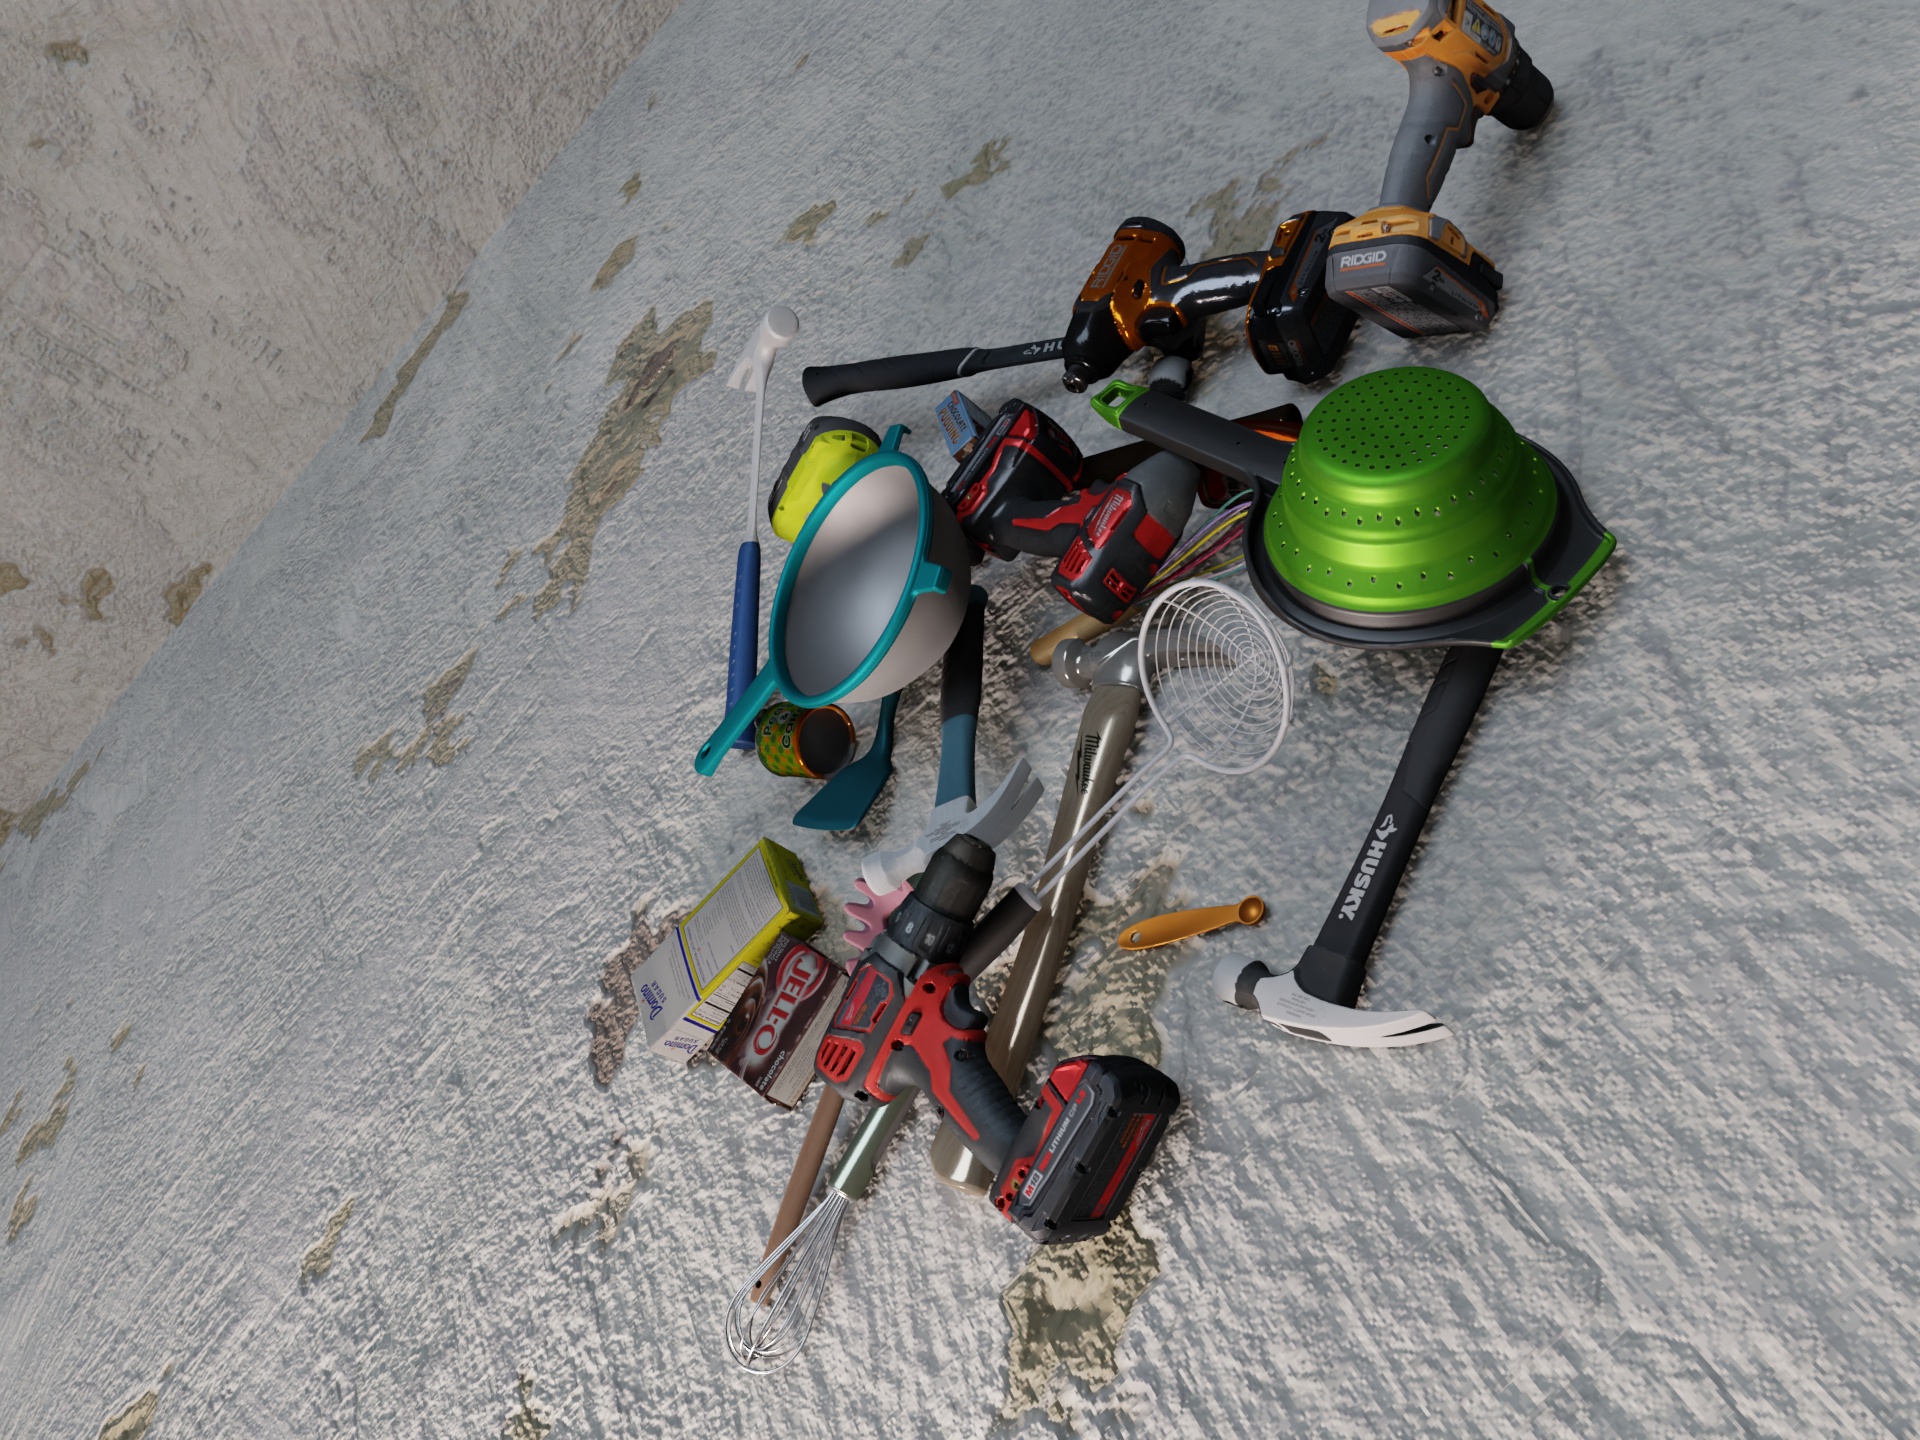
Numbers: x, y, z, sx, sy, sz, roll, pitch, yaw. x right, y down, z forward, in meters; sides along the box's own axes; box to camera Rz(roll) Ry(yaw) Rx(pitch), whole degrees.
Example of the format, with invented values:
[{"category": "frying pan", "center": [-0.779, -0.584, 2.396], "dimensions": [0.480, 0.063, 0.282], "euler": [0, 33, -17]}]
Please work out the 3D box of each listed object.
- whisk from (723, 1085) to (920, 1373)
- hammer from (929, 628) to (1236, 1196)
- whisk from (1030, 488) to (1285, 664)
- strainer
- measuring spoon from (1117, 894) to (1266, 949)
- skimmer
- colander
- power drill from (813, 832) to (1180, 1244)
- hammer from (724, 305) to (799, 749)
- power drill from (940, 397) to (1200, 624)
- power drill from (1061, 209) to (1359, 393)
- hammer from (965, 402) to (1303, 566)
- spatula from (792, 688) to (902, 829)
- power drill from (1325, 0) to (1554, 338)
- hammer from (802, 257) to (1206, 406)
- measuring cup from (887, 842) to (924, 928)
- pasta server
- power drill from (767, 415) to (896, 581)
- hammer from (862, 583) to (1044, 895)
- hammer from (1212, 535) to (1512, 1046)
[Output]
[{"category": "whisk", "center": [-0.085, 0.332, 1.094], "dimensions": [0.059, 0.057, 0.246], "euler": [28, 79, 18]}, {"category": "hammer", "center": [0.073, 0.122, 1.091], "dimensions": [0.146, 0.038, 0.411], "euler": [-1, 62, 45]}, {"category": "whisk", "center": [0.143, -0.102, 1.174], "dimensions": [0.245, 0.047, 0.051], "euler": [-29, 87, 36]}, {"category": "strainer", "center": [-0.094, -0.057, 1.280], "dimensions": [0.340, 0.095, 0.211], "euler": [-48, 38, 30]}, {"category": "measuring spoon", "center": [0.149, 0.133, 1.025], "dimensions": [0.117, 0.011, 0.021], "euler": [-21, 49, 40]}, {"category": "skimmer", "center": [0.073, 0.067, 1.031], "dimensions": [0.363, 0.090, 0.127], "euler": [-47, 62, 10]}, {"category": "colander", "center": [0.216, -0.180, 1.015], "dimensions": [0.204, 0.094, 0.397], "euler": [-41, 46, -16]}, {"category": "power drill", "center": [0.023, 0.193, 0.990], "dimensions": [0.227, 0.080, 0.188], "euler": [31, 95, 37]}, {"category": "hammer", "center": [-0.198, -0.175, 1.498], "dimensions": [0.144, 0.035, 0.406], "euler": [158, 116, -66]}, {"category": "power drill", "center": [0.088, -0.167, 1.202], "dimensions": [0.143, 0.078, 0.220], "euler": [-54, 36, 0]}, {"category": "power drill", "center": [0.186, -0.317, 1.233], "dimensions": [0.227, 0.084, 0.164], "euler": [11, 64, 39]}, {"category": "hammer", "center": [0.128, -0.208, 1.287], "dimensions": [0.331, 0.031, 0.130], "euler": [-6, 58, 44]}, {"category": "spatula", "center": [-0.057, -0.051, 1.338], "dimensions": [0.082, 0.044, 0.318], "euler": [0, 69, 47]}, {"category": "power drill", "center": [0.344, -0.388, 1.115], "dimensions": [0.084, 0.185, 0.226], "euler": [8, 87, 49]}, {"category": "hammer", "center": [0.027, -0.326, 1.413], "dimensions": [0.409, 0.036, 0.149], "euler": [-1, 58, 32]}, {"category": "measuring cup", "center": [-0.015, 0.168, 1.152], "dimensions": [0.083, 0.038, 0.168], "euler": [-30, 52, 33]}, {"category": "pasta server", "center": [-0.093, 0.258, 1.126], "dimensions": [0.060, 0.040, 0.316], "euler": [15, 82, 41]}, {"category": "power drill", "center": [-0.119, -0.153, 1.449], "dimensions": [0.190, 0.080, 0.229], "euler": [-55, 31, 32]}, {"category": "hammer", "center": [-0.002, -0.004, 1.205], "dimensions": [0.128, 0.033, 0.331], "euler": [-22, 32, 17]}, {"category": "hammer", "center": [0.276, 0.036, 0.943], "dimensions": [0.146, 0.035, 0.335], "euler": [13, 72, 51]}]
